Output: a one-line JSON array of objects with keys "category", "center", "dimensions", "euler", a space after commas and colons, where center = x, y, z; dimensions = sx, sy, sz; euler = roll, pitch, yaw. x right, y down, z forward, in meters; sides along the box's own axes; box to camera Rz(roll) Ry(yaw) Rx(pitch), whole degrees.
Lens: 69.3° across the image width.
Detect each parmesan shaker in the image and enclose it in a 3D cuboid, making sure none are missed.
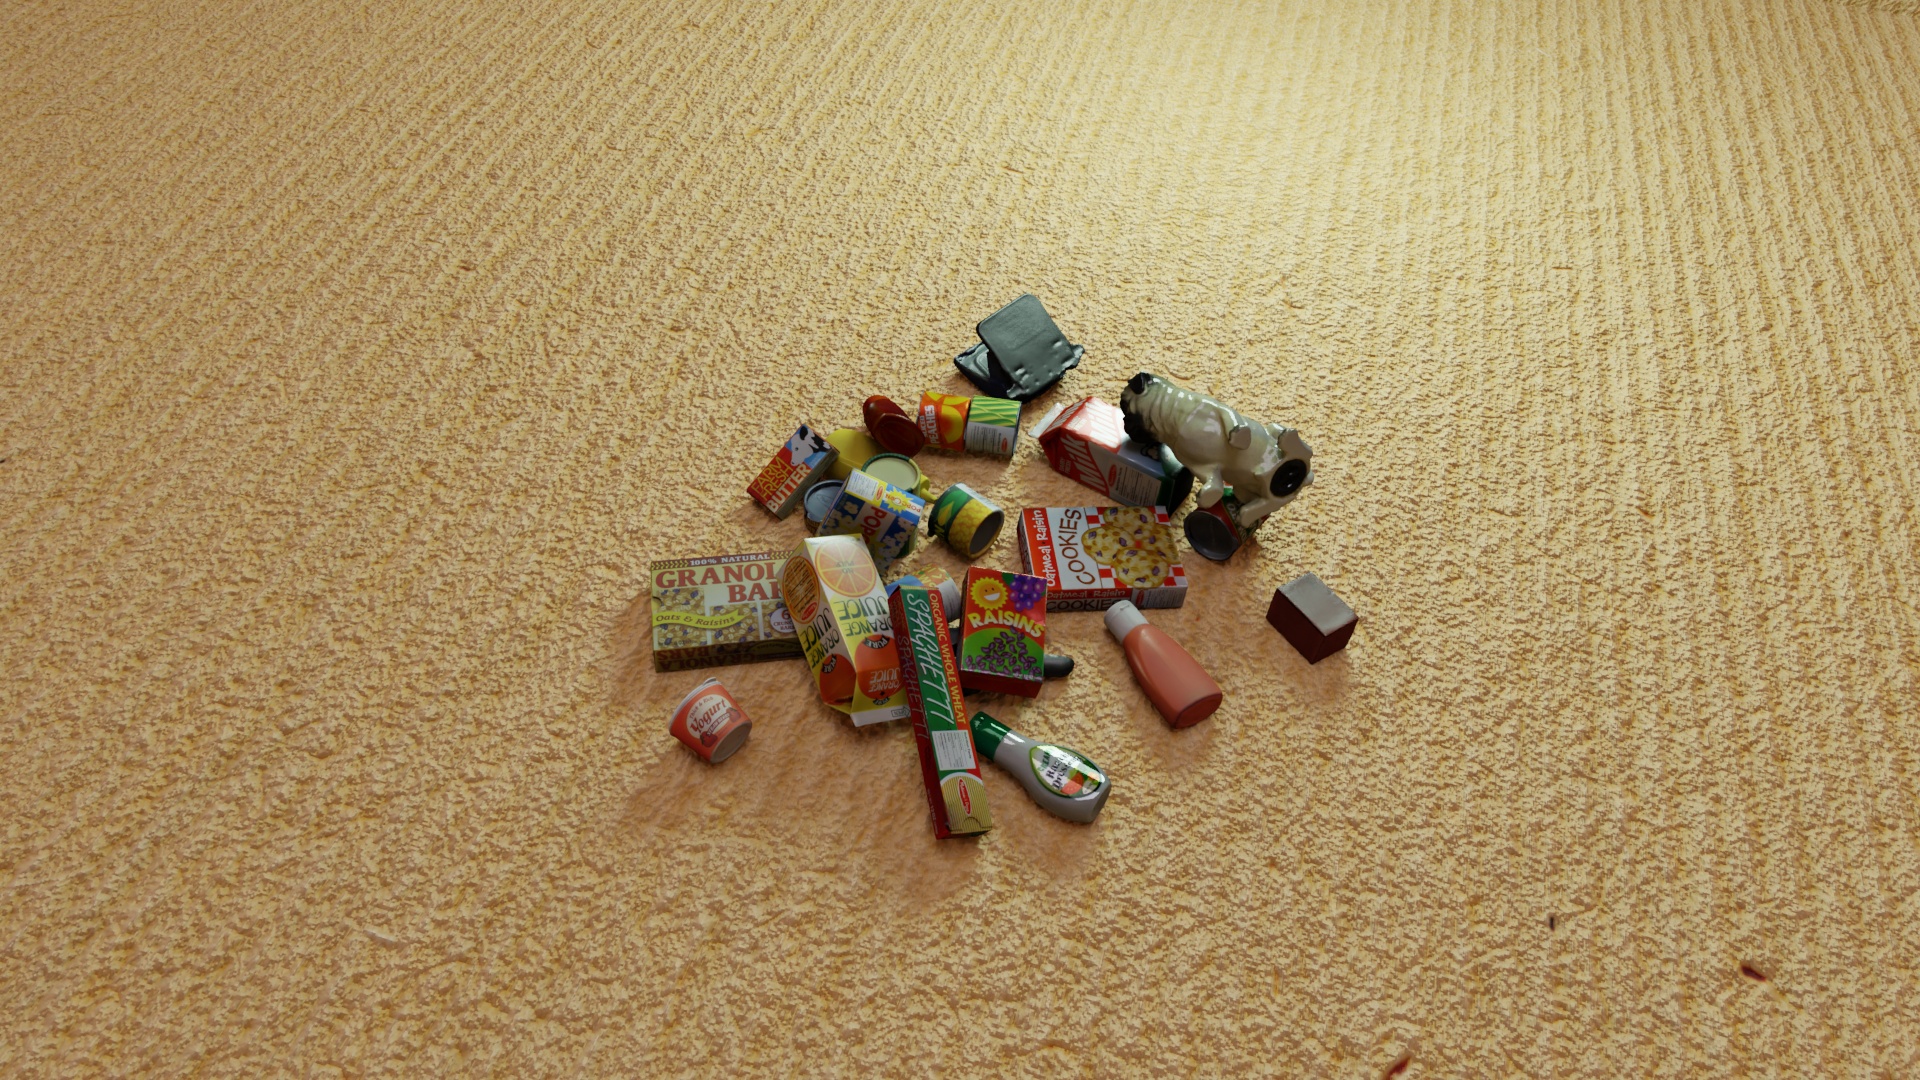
[{"category": "parmesan shaker", "center": [-0.078, -0.039, 1.521], "dimensions": [0.071, 0.102, 0.072], "euler": [2, 47, -2]}]

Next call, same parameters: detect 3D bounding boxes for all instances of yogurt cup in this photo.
[{"category": "yogurt cup", "center": [-0.237, 0.177, 1.332], "dimensions": [0.054, 0.072, 0.073], "euler": [39, 55, 18]}]

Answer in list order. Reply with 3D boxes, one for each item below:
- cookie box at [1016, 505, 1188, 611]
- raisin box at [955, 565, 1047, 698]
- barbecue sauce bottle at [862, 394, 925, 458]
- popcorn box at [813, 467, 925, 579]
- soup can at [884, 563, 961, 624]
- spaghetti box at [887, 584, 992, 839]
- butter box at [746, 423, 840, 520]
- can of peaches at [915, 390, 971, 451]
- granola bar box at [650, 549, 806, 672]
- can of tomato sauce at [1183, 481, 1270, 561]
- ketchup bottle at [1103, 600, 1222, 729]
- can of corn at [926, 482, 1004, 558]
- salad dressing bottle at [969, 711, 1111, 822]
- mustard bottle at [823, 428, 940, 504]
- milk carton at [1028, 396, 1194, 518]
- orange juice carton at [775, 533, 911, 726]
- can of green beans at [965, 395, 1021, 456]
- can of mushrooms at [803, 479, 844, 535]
[{"category": "cookie box", "center": [0.153, 0.019, 1.529], "dimensions": [0.168, 0.040, 0.123], "euler": [-1, 47, -7]}, {"category": "raisin box", "center": [0.042, 0.092, 1.400], "dimensions": [0.086, 0.039, 0.124], "euler": [9, 56, -6]}, {"category": "barbecue sauce bottle", "center": [-0.085, -0.138, 1.612], "dimensions": [0.065, 0.043, 0.149], "euler": [31, 8, -20]}, {"category": "popcorn box", "center": [-0.100, -0.013, 1.465], "dimensions": [0.085, 0.126, 0.038], "euler": [24, 50, -10]}, {"category": "soup can", "center": [-0.052, 0.069, 1.448], "dimensions": [0.084, 0.071, 0.071], "euler": [-26, 54, -27]}, {"category": "spaghetti box", "center": [-0.021, 0.160, 1.328], "dimensions": [0.050, 0.028, 0.251], "euler": [4, 61, -34]}, {"category": "butter box", "center": [-0.189, -0.078, 1.569], "dimensions": [0.053, 0.024, 0.103], "euler": [39, 87, 27]}, {"category": "can of peaches", "center": [-0.021, -0.140, 1.644], "dimensions": [0.058, 0.070, 0.071], "euler": [9, 47, 3]}, {"category": "granola bar box", "center": [-0.237, 0.070, 1.448], "dimensions": [0.166, 0.038, 0.125], "euler": [-5, 47, -10]}, {"category": "can of tomato sauce", "center": [0.303, -0.026, 1.564], "dimensions": [0.071, 0.070, 0.083], "euler": [33, 52, 24]}, {"category": "ketchup bottle", "center": [0.203, 0.124, 1.431], "dimensions": [0.065, 0.043, 0.149], "euler": [-20, 51, -23]}, {"category": "can of corn", "center": [0.005, -0.019, 1.536], "dimensions": [0.058, 0.070, 0.071], "euler": [34, 53, 24]}, {"category": "salad dressing bottle", "center": [0.072, 0.215, 1.334], "dimensions": [0.148, 0.043, 0.064], "euler": [28, 52, 20]}, {"category": "mustard bottle", "center": [-0.087, -0.074, 1.589], "dimensions": [0.160, 0.048, 0.066], "euler": [28, 45, 19]}, {"category": "milk carton", "center": [0.177, -0.104, 1.623], "dimensions": [0.191, 0.073, 0.073], "euler": [27, 50, 20]}, {"category": "orange juice carton", "center": [-0.109, 0.094, 1.382], "dimensions": [0.072, 0.072, 0.193], "euler": [-6, 62, -39]}, {"category": "can of green beans", "center": [0.039, -0.136, 1.647], "dimensions": [0.058, 0.071, 0.071], "euler": [9, 47, 4]}, {"category": "can of mushrooms", "center": [-0.144, -0.033, 1.557], "dimensions": [0.071, 0.033, 0.071], "euler": [3, 47, -3]}]
